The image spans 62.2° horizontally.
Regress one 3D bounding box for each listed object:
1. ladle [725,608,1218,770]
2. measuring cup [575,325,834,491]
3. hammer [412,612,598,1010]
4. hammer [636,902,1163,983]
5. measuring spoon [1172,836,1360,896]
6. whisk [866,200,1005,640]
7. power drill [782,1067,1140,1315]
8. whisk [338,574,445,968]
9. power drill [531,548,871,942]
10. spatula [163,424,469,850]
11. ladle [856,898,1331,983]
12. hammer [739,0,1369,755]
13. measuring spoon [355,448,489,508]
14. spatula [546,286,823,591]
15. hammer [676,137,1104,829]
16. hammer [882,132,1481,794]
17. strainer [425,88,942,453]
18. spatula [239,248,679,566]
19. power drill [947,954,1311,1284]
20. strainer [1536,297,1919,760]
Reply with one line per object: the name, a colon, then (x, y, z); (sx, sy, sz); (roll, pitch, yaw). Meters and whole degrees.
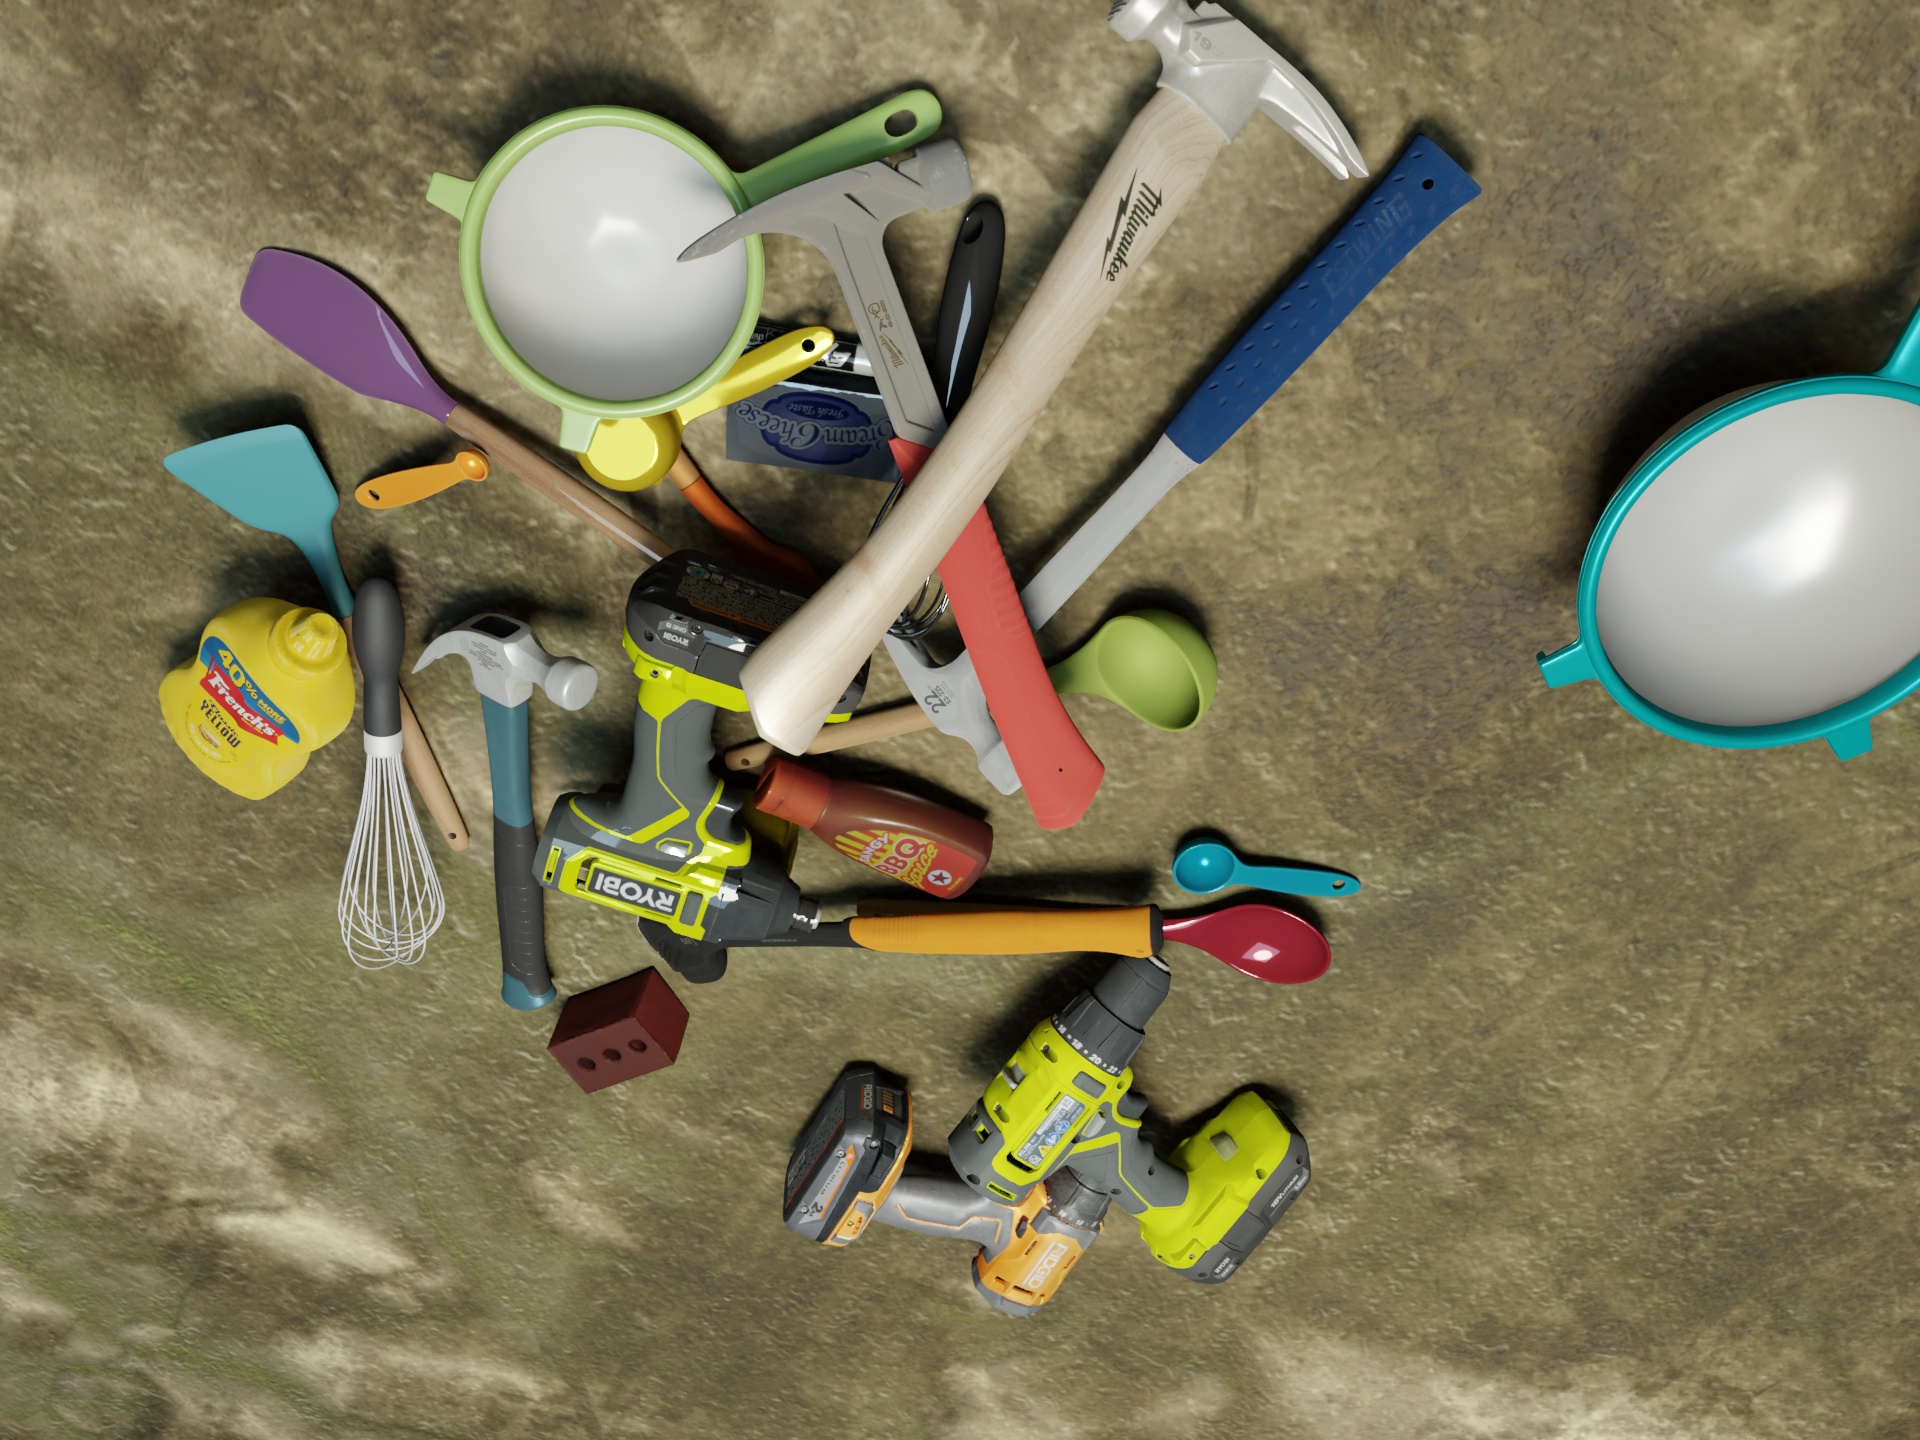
ladle: (-0.002, -0.003, 0.965); (0.320, 0.062, 0.078); (-13, 117, 17)
measuring cup: (-0.138, -0.172, 0.853); (0.156, 0.029, 0.062); (-24, 110, 13)
hammer: (-0.289, 0.072, 1.032); (0.128, 0.033, 0.330); (27, 132, 21)
hammer: (-0.039, 0.134, 1.029); (0.337, 0.034, 0.127); (-2, 151, 10)
measuring spoon: (0.198, 0.096, 1.035); (0.128, 0.021, 0.042); (8, 124, -11)
whisk: (-0.012, -0.157, 0.854); (0.055, 0.055, 0.239); (13, 107, -3)
power drill: (0.006, 0.333, 1.165); (0.226, 0.084, 0.185); (25, 114, -15)
whisk: (-0.361, 0.040, 0.996); (0.070, 0.070, 0.284); (9, 119, 0)
power drill: (-0.139, 0.028, 0.918); (0.171, 0.080, 0.223); (18, 121, -8)
spatula: (-0.374, -0.039, 0.984); (0.082, 0.044, 0.317); (-14, 122, 4)
ladle: (0.087, 0.138, 1.063); (0.315, 0.031, 0.069); (4, 128, 5)
hammer: (0.030, -0.153, 0.784); (0.146, 0.038, 0.410); (33, 97, -19)
measuring spoon: (-0.310, -0.139, 0.916); (0.117, 0.011, 0.021); (-7, 129, 35)
spatula: (-0.169, -0.150, 0.895); (0.081, 0.041, 0.322); (-25, 116, 26)
hammer: (-0.012, -0.102, 0.826); (0.149, 0.037, 0.359); (-22, 108, -5)
hammer: (0.108, -0.143, 0.857); (0.144, 0.035, 0.405); (47, 113, 9)
strainer: (-0.128, -0.258, 0.819); (0.256, 0.069, 0.151); (-26, 106, 1)
spatula: (-0.262, -0.159, 0.894); (0.316, 0.018, 0.059); (35, 120, -7)
power drill: (0.128, 0.271, 1.082); (0.228, 0.080, 0.190); (36, 96, -26)
strainer: (0.439, -0.148, 0.807); (0.211, 0.095, 0.340); (13, 121, -6)
